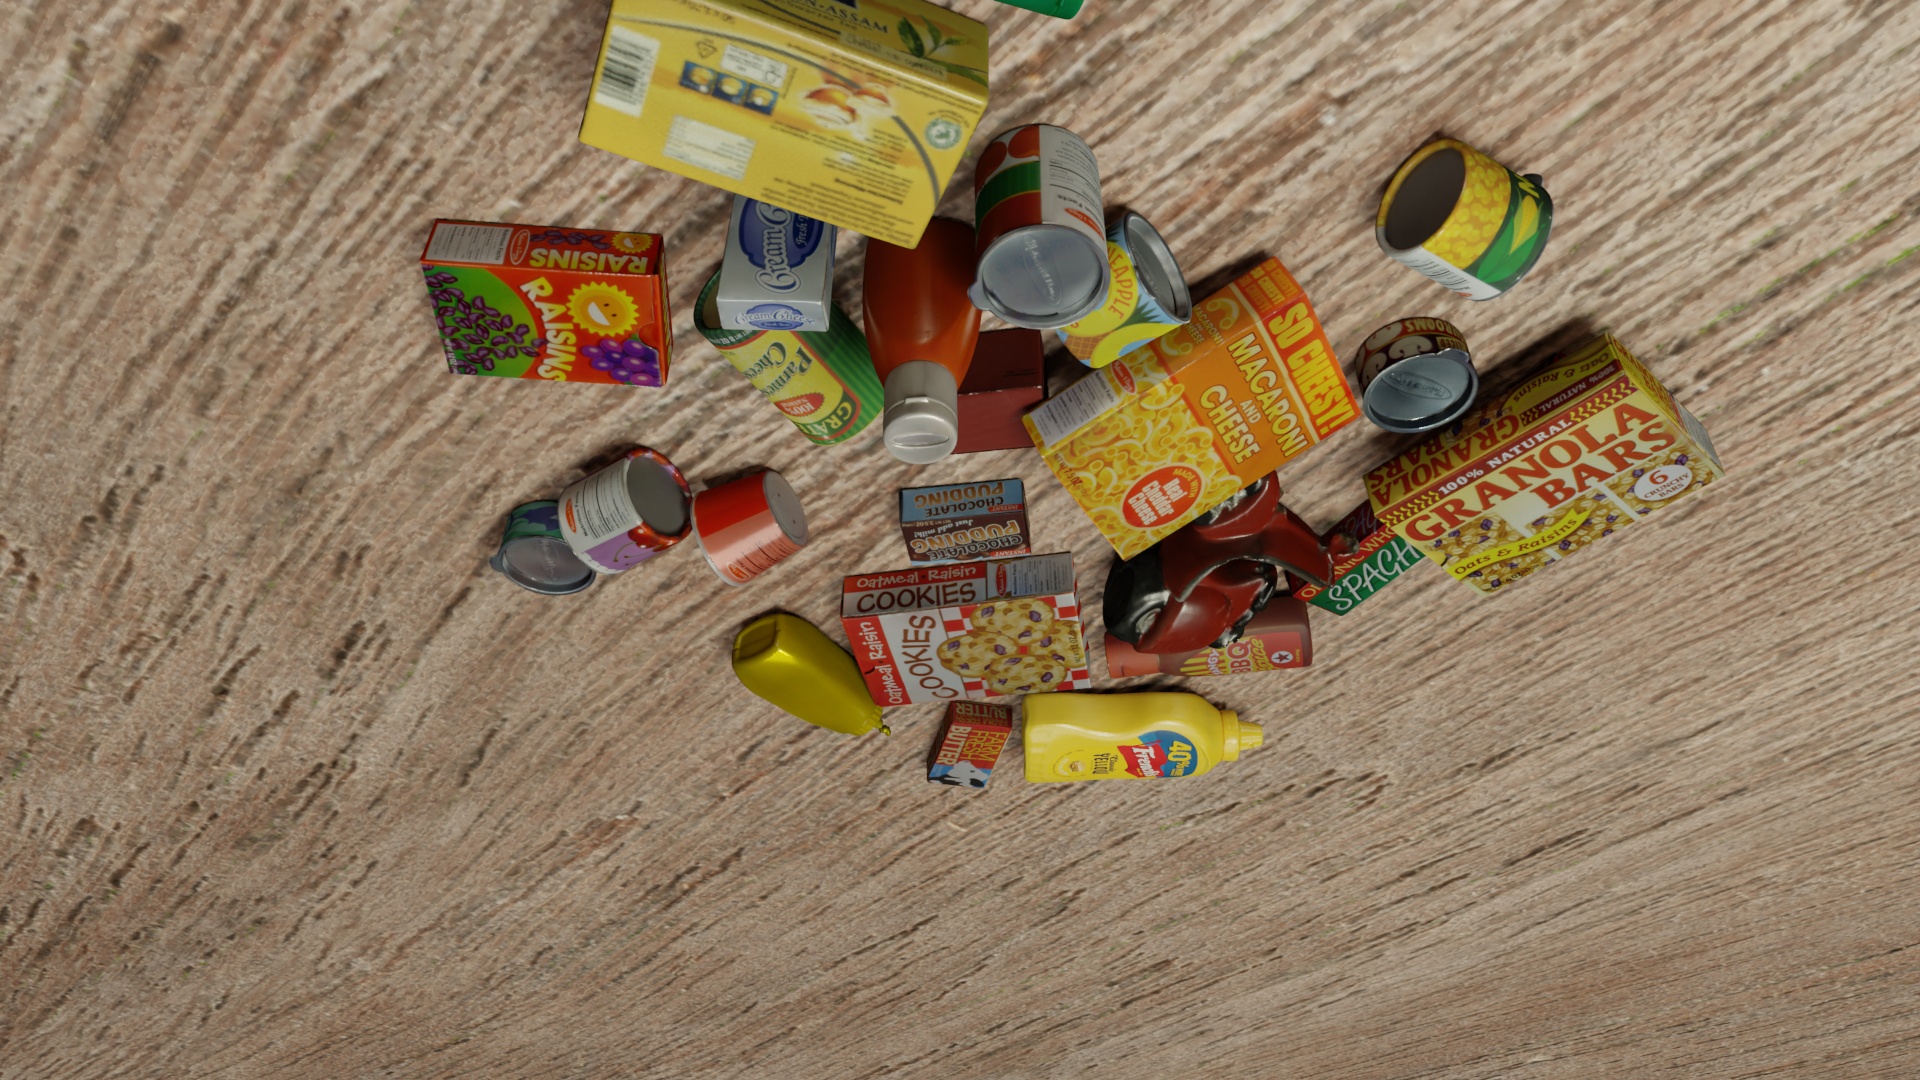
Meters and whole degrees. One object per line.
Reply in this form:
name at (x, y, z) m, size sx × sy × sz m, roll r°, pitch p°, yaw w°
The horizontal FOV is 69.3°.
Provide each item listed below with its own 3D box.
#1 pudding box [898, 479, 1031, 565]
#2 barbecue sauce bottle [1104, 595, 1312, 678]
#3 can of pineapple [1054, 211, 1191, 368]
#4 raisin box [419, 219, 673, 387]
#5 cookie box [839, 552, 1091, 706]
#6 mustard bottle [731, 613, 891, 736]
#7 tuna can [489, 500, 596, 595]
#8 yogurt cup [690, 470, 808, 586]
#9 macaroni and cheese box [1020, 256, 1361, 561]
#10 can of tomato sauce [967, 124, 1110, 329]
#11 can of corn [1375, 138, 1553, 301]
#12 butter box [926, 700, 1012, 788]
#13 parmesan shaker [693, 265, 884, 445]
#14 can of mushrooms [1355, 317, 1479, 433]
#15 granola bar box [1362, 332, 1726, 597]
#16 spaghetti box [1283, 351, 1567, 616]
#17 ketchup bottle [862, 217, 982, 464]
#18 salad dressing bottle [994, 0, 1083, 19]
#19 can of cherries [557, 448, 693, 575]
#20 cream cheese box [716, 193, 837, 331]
pudding box at (0.003, -0.012, 0.929) m, size 0.084 × 0.030 × 0.049 m, roll -5°, pitch 142°, yaw 6°
barbecue sauce bottle at (0.182, 0.075, 1.027) m, size 0.148 × 0.044 × 0.064 m, roll -8°, pitch 141°, yaw 10°
can of pineapple at (0.082, -0.134, 0.747) m, size 0.057 × 0.071 × 0.071 m, roll -26°, pitch 134°, yaw 29°
raisin box at (-0.226, -0.131, 0.773) m, size 0.123 × 0.040 × 0.085 m, roll 3°, pitch 140°, yaw -5°
cookie box at (0.006, 0.069, 1.020) m, size 0.167 × 0.040 × 0.122 m, roll -6°, pitch 141°, yaw 8°
mustard bottle at (-0.105, 0.113, 1.067) m, size 0.065 × 0.049 × 0.160 m, roll -23°, pitch 137°, yaw 26°
tuna can at (-0.281, 0.005, 0.945) m, size 0.071 × 0.033 × 0.070 m, roll 0°, pitch 141°, yaw 0°
yogurt cup at (-0.135, -0.011, 0.904) m, size 0.054 × 0.073 × 0.072 m, roll -24°, pitch 136°, yaw 15°
macaroni and cheese box at (0.136, -0.073, 0.805) m, size 0.166 × 0.040 × 0.123 m, roll -32°, pitch 139°, yaw 10°
can of tomato sauce at (0.038, -0.159, 0.704) m, size 0.071 × 0.083 × 0.070 m, roll 0°, pitch 141°, yaw 0°
can of corn at (0.258, -0.167, 0.712) m, size 0.058 × 0.071 × 0.070 m, roll 20°, pitch 137°, yaw -23°
butter box at (0.007, 0.171, 1.159) m, size 0.053 × 0.024 × 0.103 m, roll 7°, pitch 141°, yaw -10°
parmesan shaker at (-0.094, -0.109, 0.780) m, size 0.071 × 0.072 × 0.103 m, roll -22°, pitch 136°, yaw 24°
can of mushrooms at (0.270, -0.099, 0.820) m, size 0.071 × 0.034 × 0.070 m, roll 0°, pitch 141°, yaw 0°
granola bar box at (0.351, -0.039, 0.842) m, size 0.124 × 0.039 × 0.165 m, roll 30°, pitch 131°, yaw -31°
spaghetti box at (0.314, -0.029, 0.911) m, size 0.050 × 0.029 × 0.248 m, roll 21°, pitch 136°, yaw -23°
ketchup bottle at (-0.020, -0.105, 0.717) m, size 0.065 × 0.149 × 0.043 m, roll -3°, pitch 139°, yaw 3°
salad dressing bottle at (-0.016, -0.264, 0.606) m, size 0.148 × 0.044 × 0.064 m, roll 10°, pitch 137°, yaw -14°
can of cherries at (-0.212, -0.019, 0.893) m, size 0.058 × 0.072 × 0.071 m, roll -25°, pitch 135°, yaw 26°
cream cheese box at (-0.090, -0.151, 0.697) m, size 0.053 × 0.104 × 0.024 m, roll 1°, pitch 148°, yaw 1°
